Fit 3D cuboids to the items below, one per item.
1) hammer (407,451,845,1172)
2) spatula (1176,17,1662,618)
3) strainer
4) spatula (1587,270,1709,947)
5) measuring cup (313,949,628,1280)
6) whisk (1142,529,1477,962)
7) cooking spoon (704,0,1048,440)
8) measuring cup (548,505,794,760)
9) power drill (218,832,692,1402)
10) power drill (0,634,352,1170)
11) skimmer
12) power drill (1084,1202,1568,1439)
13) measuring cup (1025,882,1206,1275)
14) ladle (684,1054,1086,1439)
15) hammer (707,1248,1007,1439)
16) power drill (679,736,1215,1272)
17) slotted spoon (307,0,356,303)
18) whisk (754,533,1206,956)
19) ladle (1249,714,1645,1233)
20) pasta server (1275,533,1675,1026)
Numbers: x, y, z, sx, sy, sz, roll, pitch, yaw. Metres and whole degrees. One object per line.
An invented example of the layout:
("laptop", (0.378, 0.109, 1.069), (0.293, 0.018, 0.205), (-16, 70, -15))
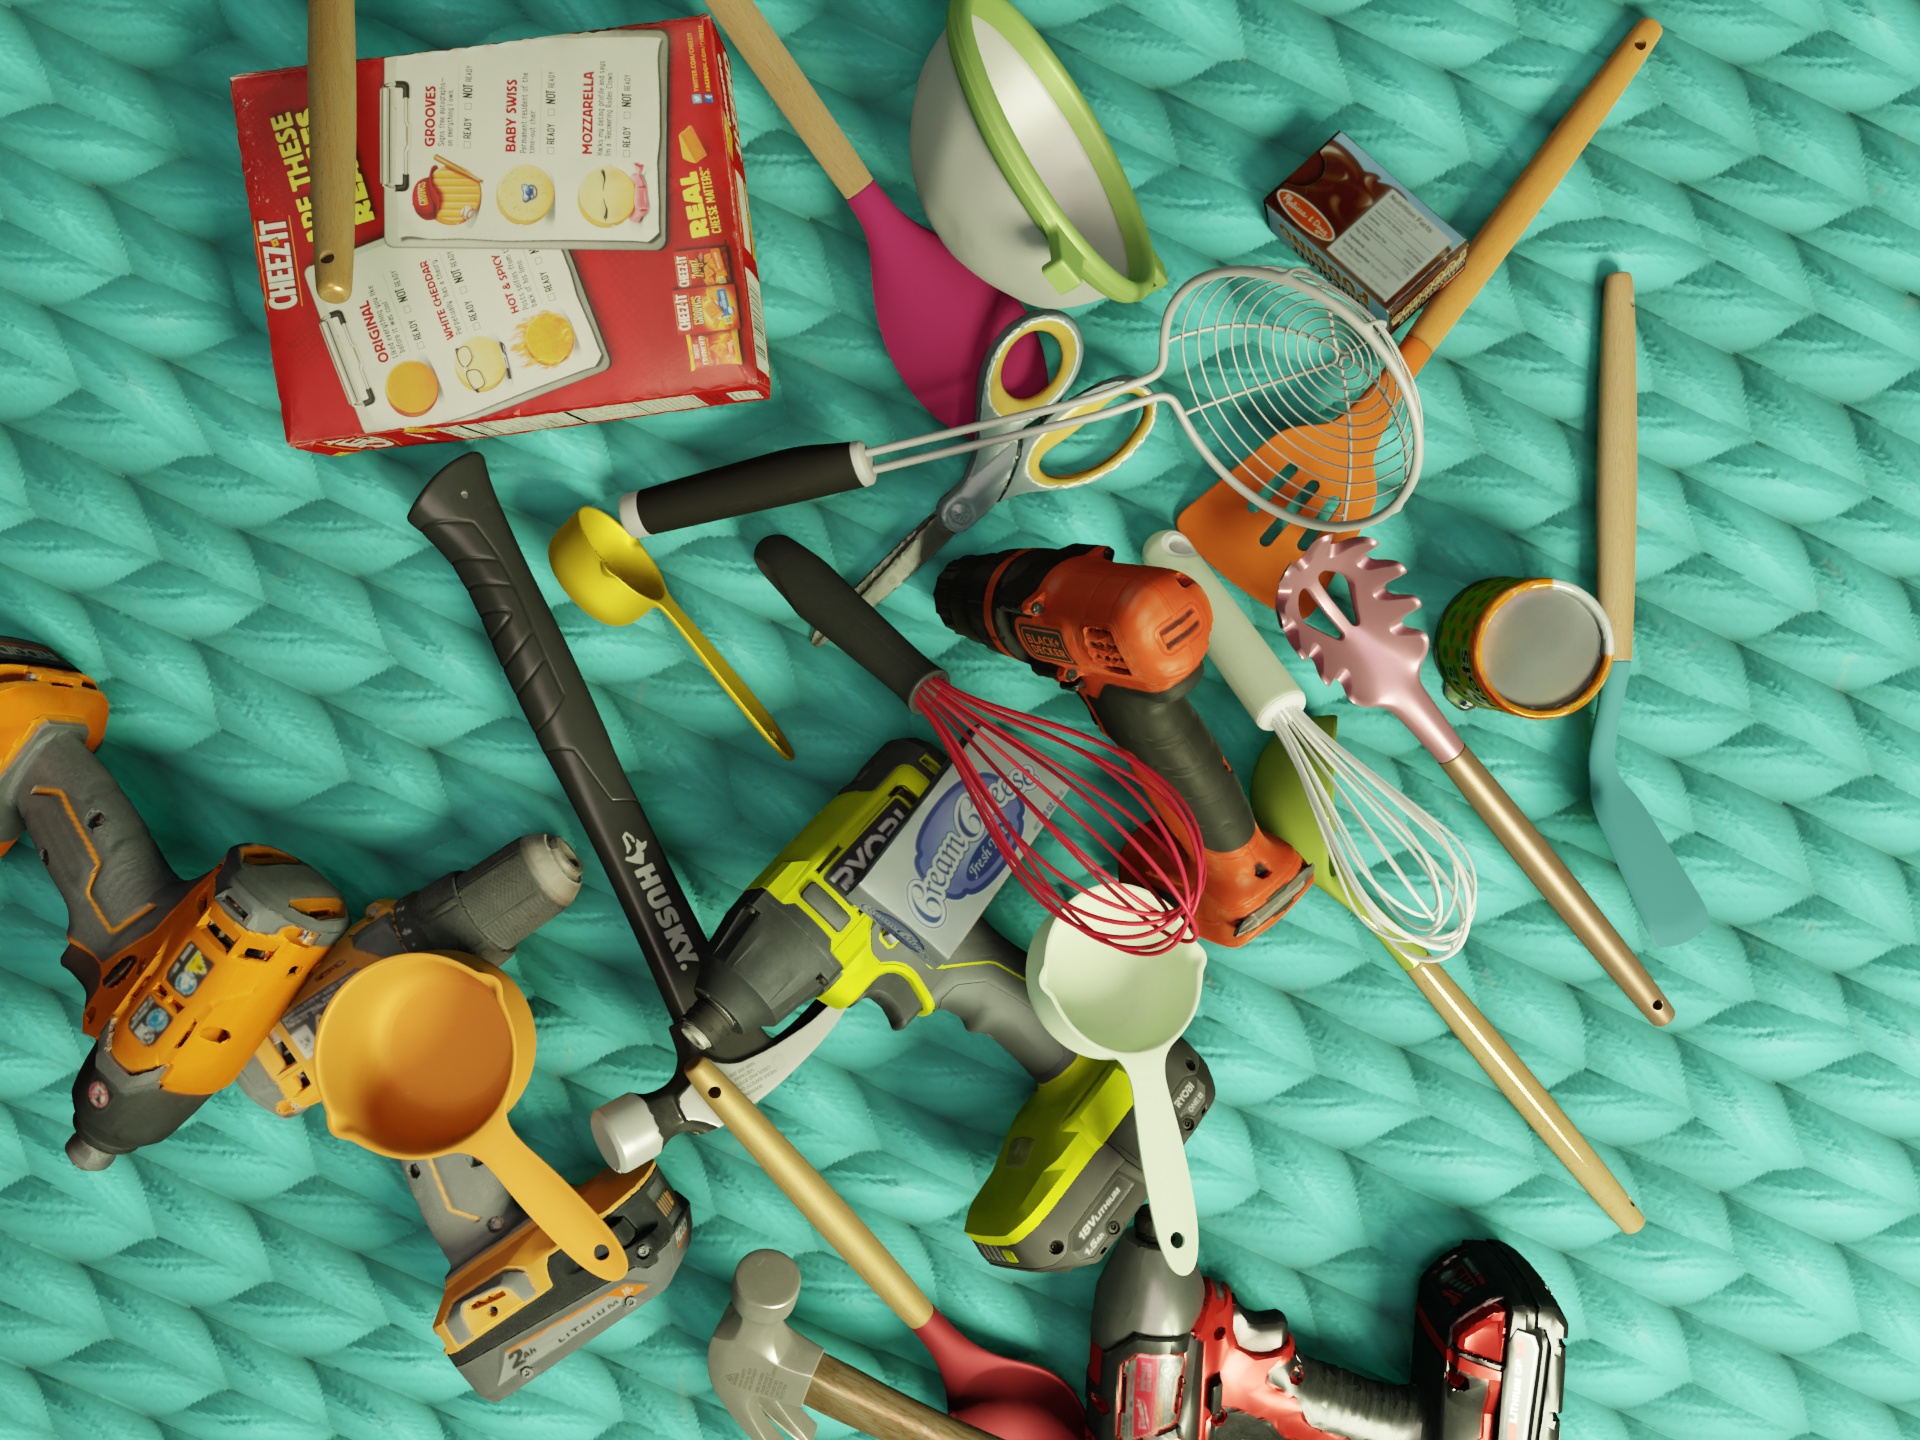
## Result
("hammer", (-0.167, 0.027, 0.748), (0.146, 0.035, 0.335), (-25, 87, -32))
("spatula", (0.229, -0.197, 0.756), (0.081, 0.041, 0.322), (36, 90, -3))
("strainer", (-0.006, -0.284, 0.699), (0.069, 0.151, 0.256), (-28, 92, 27))
("spatula", (0.324, -0.055, 0.757), (0.044, 0.082, 0.317), (1, 93, 42))
("measuring cup", (-0.204, 0.175, 0.701), (0.095, 0.052, 0.173), (-43, 89, -3))
("whisk", (0.147, 0.002, 0.705), (0.057, 0.059, 0.247), (-9, 52, -30))
("cooking spoon", (-0.060, -0.257, 0.705), (0.069, 0.017, 0.318), (-41, 112, -6))
("measuring cup", (-0.138, -0.033, 0.759), (0.029, 0.062, 0.156), (-35, 105, 13))
("power drill", (-0.218, 0.181, 0.763), (0.185, 0.084, 0.226), (-34, 91, 1))
("power drill", (-0.404, 0.084, 0.722), (0.226, 0.084, 0.164), (38, 94, 12))
("skimmer", (0.011, -0.110, 0.693), (0.363, 0.090, 0.127), (-10, 131, 15))
("power drill", (0.172, 0.310, 0.776), (0.219, 0.078, 0.143), (2, 95, 0))
("measuring cup", (0.074, 0.157, 0.699), (0.083, 0.038, 0.168), (-5, 76, -22))
("ladle", (-0.034, 0.269, 0.757), (0.069, 0.031, 0.315), (-38, 113, -6))
("hammer", (0.034, 0.359, 0.745), (0.331, 0.031, 0.130), (23, 128, 7))
("power drill", (-0.006, 0.141, 0.735), (0.223, 0.080, 0.171), (46, 64, -5))
("slotted spoon", (-0.273, -0.317, 0.685), (0.070, 0.031, 0.314), (-8, 72, 0))
("whisk", (-0.001, -0.002, 0.689), (0.296, 0.073, 0.073), (41, 95, 33))
("ladle", (0.247, 0.130, 0.772), (0.062, 0.078, 0.320), (-36, 101, 26))
("pasta server", (0.250, 0.036, 0.749), (0.060, 0.040, 0.316), (-41, 104, 2))
